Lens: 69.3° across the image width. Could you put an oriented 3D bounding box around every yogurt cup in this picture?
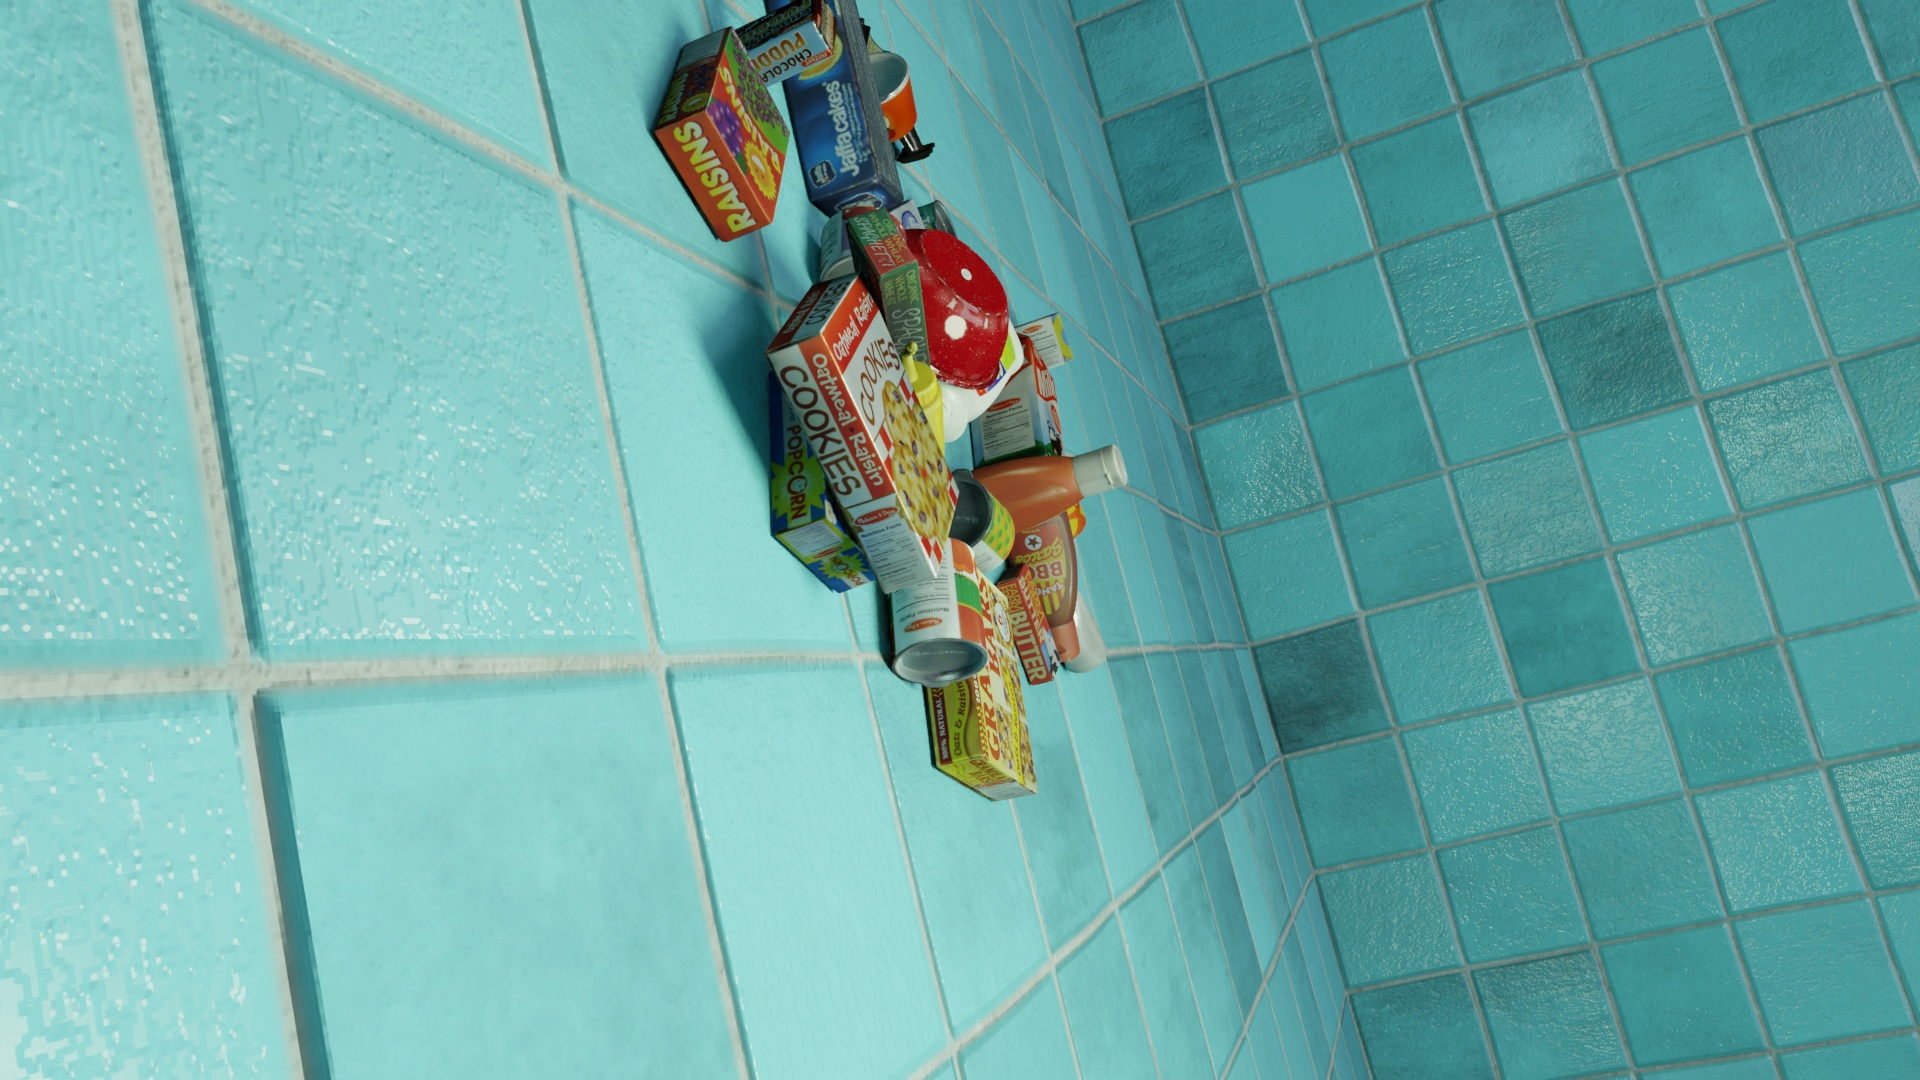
[{"bbox_3d":[-0.071,-0.391,1.233,0.053,0.072,0.073,65,16,-54],"label":"yogurt cup"}]

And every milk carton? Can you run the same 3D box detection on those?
[{"bbox_3d":[0.053,-0.129,1.361,0.072,0.073,0.191,52,26,-51],"label":"milk carton"}]

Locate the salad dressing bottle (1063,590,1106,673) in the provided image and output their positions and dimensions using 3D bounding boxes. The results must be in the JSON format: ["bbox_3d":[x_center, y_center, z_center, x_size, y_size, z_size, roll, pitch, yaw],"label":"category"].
[{"bbox_3d":[0.100,0.063,1.382,0.064,0.044,0.147,-76,145,-57],"label":"salad dressing bottle"}]

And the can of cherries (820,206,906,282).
[{"bbox_3d":[-0.070,-0.207,1.041,0.071,0.071,0.059,56,23,-47],"label":"can of cherries"}]

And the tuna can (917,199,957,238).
[{"bbox_3d":[-0.027,-0.289,1.330,0.071,0.033,0.071,-18,91,-74],"label":"tuna can"}]

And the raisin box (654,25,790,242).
[{"bbox_3d":[-0.150,-0.260,0.886,0.124,0.040,0.085,-90,158,-47],"label":"raisin box"}]

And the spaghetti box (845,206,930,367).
[{"bbox_3d":[-0.044,-0.141,0.975,0.050,0.029,0.249,61,-9,20],"label":"spaghetti box"}]

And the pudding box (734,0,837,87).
[{"bbox_3d":[-0.128,-0.340,0.958,0.050,0.083,0.030,-91,155,-42],"label":"pudding box"}]

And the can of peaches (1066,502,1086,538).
[{"bbox_3d":[0.088,-0.033,1.387,0.071,0.071,0.058,-79,150,-58],"label":"can of peaches"}]

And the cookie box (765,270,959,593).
[{"bbox_3d":[-0.056,-0.070,0.861,0.123,0.040,0.167,-76,144,-62],"label":"cookie box"}]

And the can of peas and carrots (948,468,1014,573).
[{"bbox_3d":[0.004,-0.014,1.095,0.058,0.071,0.071,42,35,-62],"label":"can of peas and carrots"}]

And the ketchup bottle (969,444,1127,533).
[{"bbox_3d":[0.066,-0.044,1.186,0.044,0.148,0.064,-80,149,-55],"label":"ketchup bottle"}]

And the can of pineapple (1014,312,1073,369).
[{"bbox_3d":[0.091,-0.225,1.594,0.071,0.071,0.057,-44,117,-72],"label":"can of pineapple"}]

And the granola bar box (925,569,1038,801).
[{"bbox_3d":[0.010,0.103,1.050,0.124,0.039,0.166,46,32,-59],"label":"granola bar box"}]

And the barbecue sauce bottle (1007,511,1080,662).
[{"bbox_3d":[0.083,0.042,1.317,0.044,0.065,0.148,-60,140,-67],"label":"barbecue sauce bottle"}]

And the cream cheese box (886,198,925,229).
[{"bbox_3d":[-0.053,-0.271,1.240,0.104,0.024,0.053,-65,134,-67],"label":"cream cheese box"}]

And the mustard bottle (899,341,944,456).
[{"bbox_3d":[-0.036,-0.077,0.969,0.159,0.049,0.065,90,-7,-46],"label":"mustard bottle"}]

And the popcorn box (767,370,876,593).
[{"bbox_3d":[-0.085,-0.043,0.883,0.085,0.038,0.127,50,28,-54],"label":"popcorn box"}]

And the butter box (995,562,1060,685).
[{"bbox_3d":[0.063,0.076,1.277,0.053,0.024,0.103,-53,125,-71],"label":"butter box"}]

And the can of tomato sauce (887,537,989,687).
[{"bbox_3d":[-0.017,0.050,0.967,0.071,0.071,0.083,51,26,-53],"label":"can of tomato sauce"}]
